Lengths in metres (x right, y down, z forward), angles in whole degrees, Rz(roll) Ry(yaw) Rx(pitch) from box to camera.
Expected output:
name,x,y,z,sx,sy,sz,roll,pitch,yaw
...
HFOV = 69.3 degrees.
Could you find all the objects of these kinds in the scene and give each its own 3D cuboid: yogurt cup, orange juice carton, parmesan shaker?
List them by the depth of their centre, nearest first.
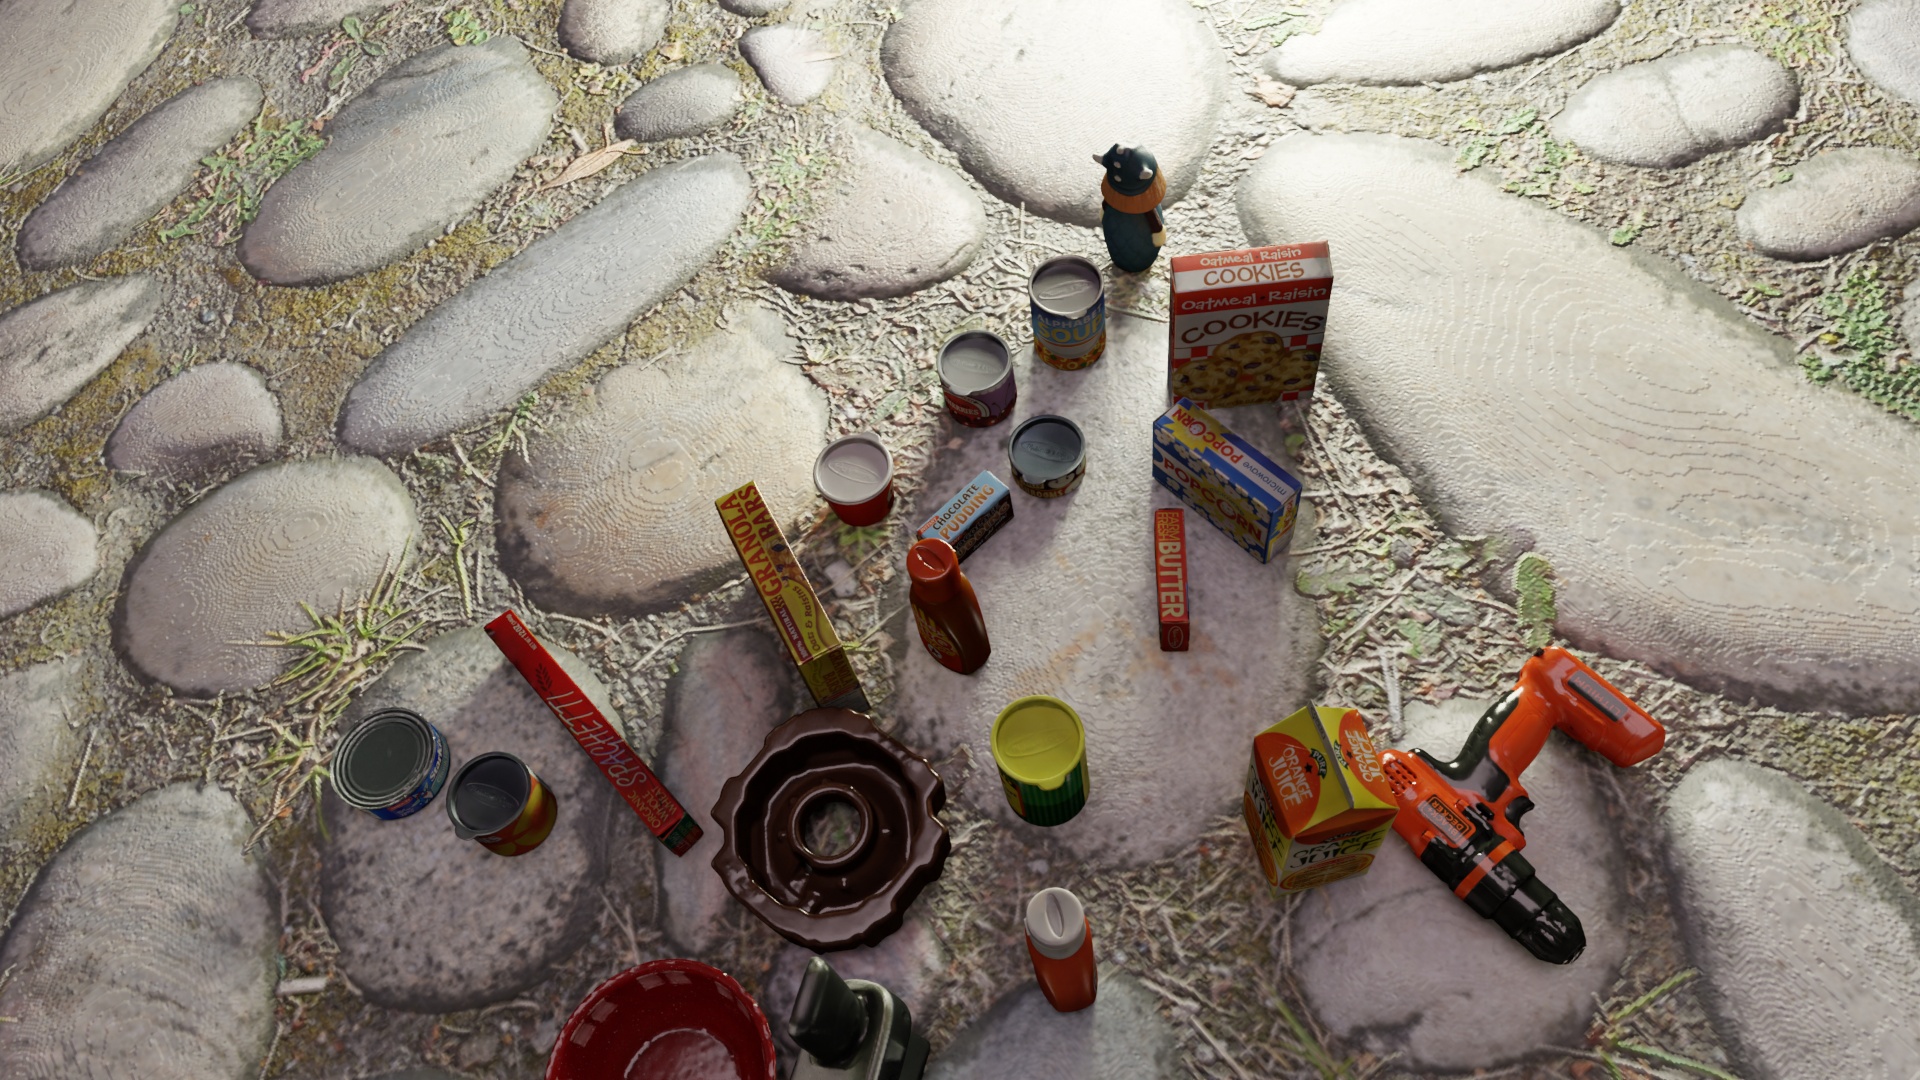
name,x,y,z,sx,sy,sz,roll,pitch,yaw
orange juice carton,0.239,0.173,0.931,0.073,0.191,0.072,-15,60,-1
parmesan shaker,0.060,0.165,1.011,0.071,0.102,0.071,-3,60,6
yogurt cup,-0.087,-0.048,1.179,0.072,0.053,0.073,-3,60,6

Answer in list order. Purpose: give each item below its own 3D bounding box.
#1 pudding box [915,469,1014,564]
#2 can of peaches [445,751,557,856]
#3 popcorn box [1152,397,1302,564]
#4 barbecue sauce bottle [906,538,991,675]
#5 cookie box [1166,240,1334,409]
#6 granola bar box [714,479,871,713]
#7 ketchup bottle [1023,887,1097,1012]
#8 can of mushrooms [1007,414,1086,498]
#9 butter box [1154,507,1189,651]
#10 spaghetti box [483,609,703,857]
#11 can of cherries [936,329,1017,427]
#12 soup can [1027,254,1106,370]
name,x,y,z,sx,sy,sz,roll,pitch,yaw
pudding box,0.004,-0.014,1.151,0.084,0.049,0.030,-41,64,-15
can of peaches,-0.353,0.205,1.068,0.071,0.057,0.071,-3,60,6
popcorn box,0.213,-0.048,1.122,0.038,0.085,0.127,-41,64,-15
barbecue sauce bottle,-0.012,0.048,1.060,0.065,0.148,0.044,39,72,25
cookie box,0.234,-0.173,1.143,0.123,0.166,0.040,-6,60,4
granola bar box,-0.132,0.051,1.088,0.039,0.123,0.166,-27,61,-8
ketchup bottle,0.066,0.269,0.924,0.043,0.148,0.065,-15,60,-1
can of mushrooms,0.073,-0.069,1.182,0.071,0.033,0.071,-3,60,6
butter box,0.167,0.031,1.102,0.024,0.053,0.104,-2,60,7
spaghetti box,-0.291,0.149,1.096,0.029,0.050,0.250,-41,64,-15
can of cherries,0.013,-0.139,1.215,0.071,0.058,0.072,-3,60,6
soup can,0.095,-0.197,1.223,0.071,0.083,0.071,-3,60,6
